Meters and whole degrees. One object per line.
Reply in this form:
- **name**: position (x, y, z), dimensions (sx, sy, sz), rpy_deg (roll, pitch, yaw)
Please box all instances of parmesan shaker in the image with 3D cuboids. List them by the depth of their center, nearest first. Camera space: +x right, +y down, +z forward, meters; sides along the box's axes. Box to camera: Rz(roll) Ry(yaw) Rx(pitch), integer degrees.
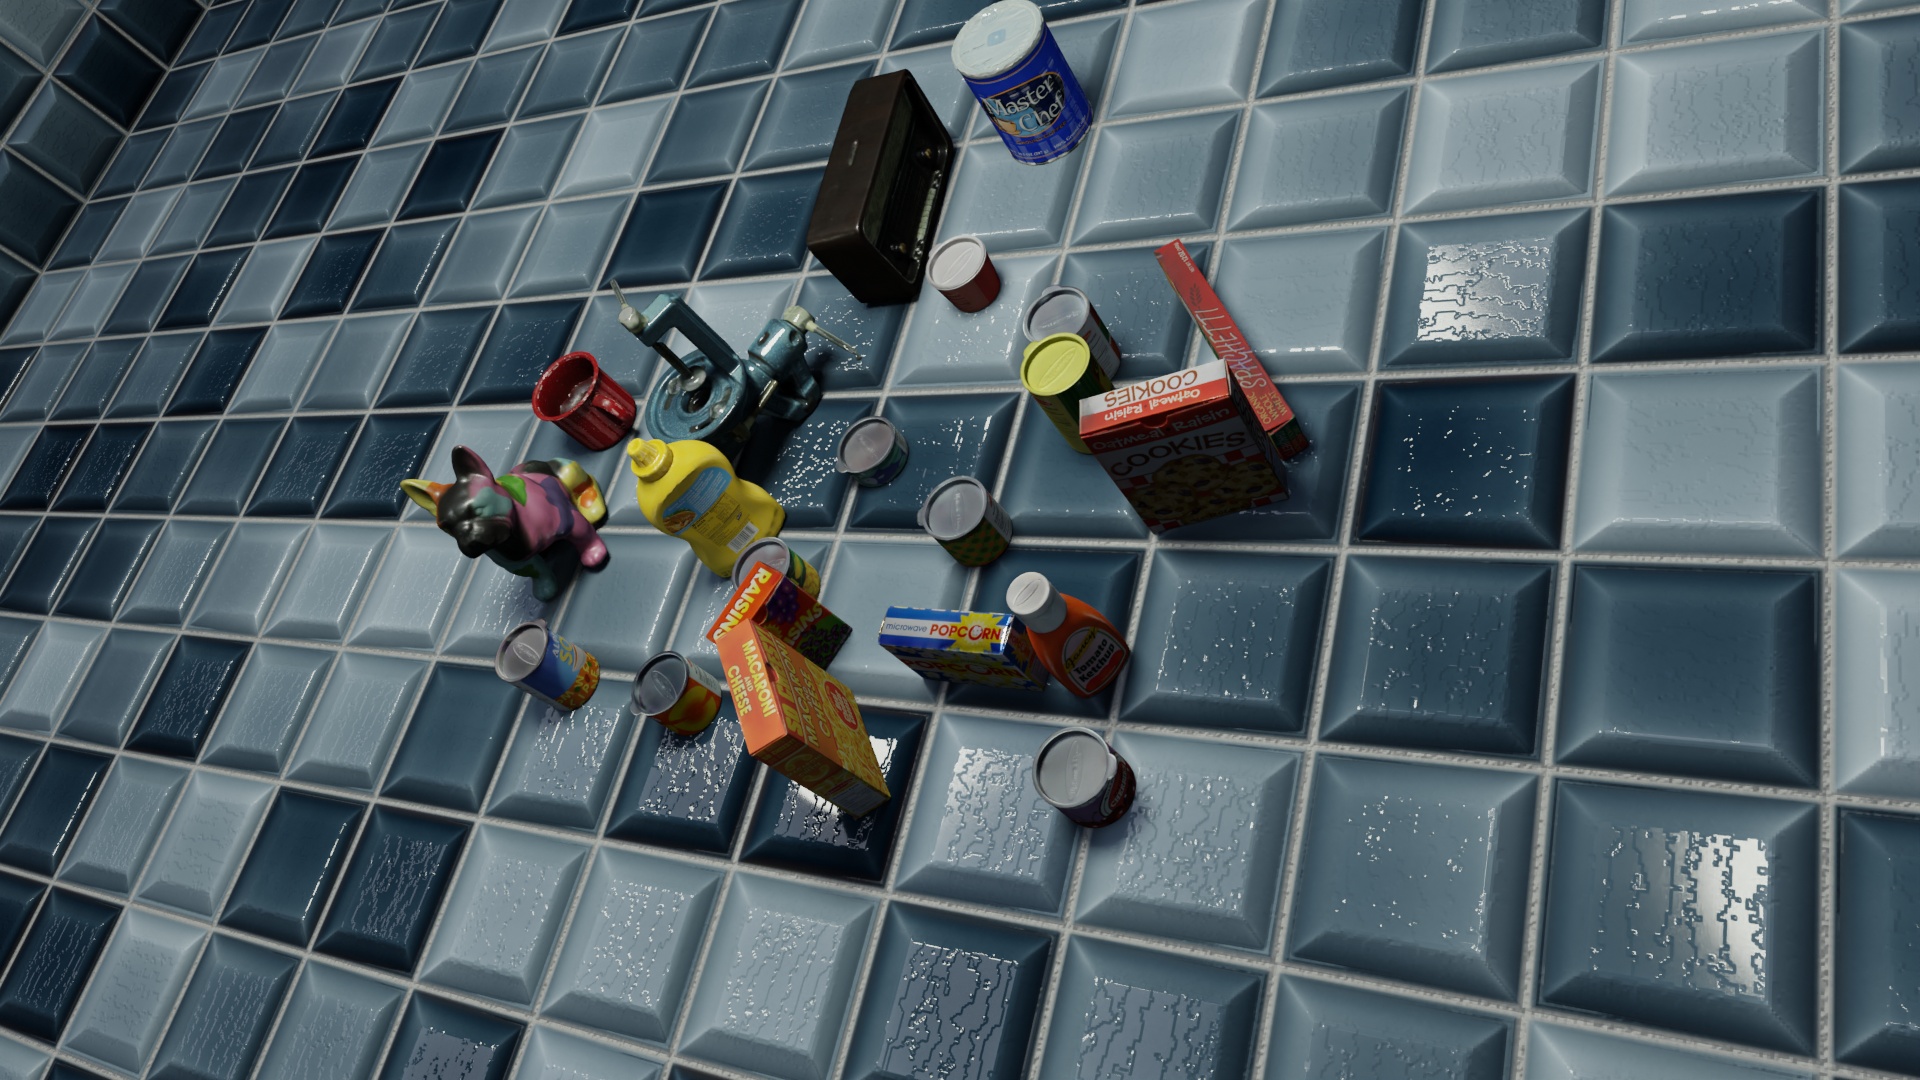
- **parmesan shaker**: position (0.104, -0.134, 1.259), dimensions (0.071, 0.103, 0.071), rpy_deg (-14, 56, 23)

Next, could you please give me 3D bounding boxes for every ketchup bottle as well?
- **ketchup bottle**: position (0.083, 0.073, 1.117), dimensions (0.065, 0.148, 0.043), rpy_deg (-48, 50, -3)

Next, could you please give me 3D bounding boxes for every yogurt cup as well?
- **yogurt cup**: position (0.006, -0.272, 1.431), dimensions (0.072, 0.054, 0.073), rpy_deg (-14, 56, 22)

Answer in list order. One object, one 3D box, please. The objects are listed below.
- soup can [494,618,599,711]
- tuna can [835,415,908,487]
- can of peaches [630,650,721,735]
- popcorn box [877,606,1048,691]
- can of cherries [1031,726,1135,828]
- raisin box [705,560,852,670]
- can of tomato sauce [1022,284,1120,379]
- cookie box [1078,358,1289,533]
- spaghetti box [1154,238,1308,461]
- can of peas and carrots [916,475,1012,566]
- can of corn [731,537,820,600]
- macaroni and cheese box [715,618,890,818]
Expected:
- **soup can**: position (-0.418, 0.127, 1.415), dimensions (0.071, 0.083, 0.071), rpy_deg (-14, 56, 23)
- **tuna can**: position (-0.089, -0.087, 1.388), dimensions (0.071, 0.032, 0.071), rpy_deg (-14, 56, 22)
- **can of peaches**: position (-0.274, 0.149, 1.336), dimensions (0.071, 0.058, 0.071), rpy_deg (-14, 56, 23)
- **popcorn box**: position (0.004, 0.092, 1.192), dimensions (0.126, 0.085, 0.038), rpy_deg (2, 64, 31)
- **can of cherries**: position (0.100, 0.188, 1.096), dimensions (0.071, 0.058, 0.072), rpy_deg (-14, 56, 23)
- **raisin box**: position (-0.164, 0.085, 1.269), dimensions (0.040, 0.123, 0.086), rpy_deg (26, 78, 38)
- **can of tomato sauce**: position (0.105, -0.189, 1.305), dimensions (0.071, 0.083, 0.071), rpy_deg (-14, 56, 23)
- **cookie box**: position (0.184, -0.072, 1.134), dimensions (0.123, 0.167, 0.040), rpy_deg (-15, 56, 22)
- **spaghetti box**: position (0.239, -0.174, 1.240), dimensions (0.028, 0.050, 0.251), rpy_deg (-31, 51, 11)
- **can of peas and carrots**: position (0.005, -0.016, 1.274), dimensions (0.071, 0.058, 0.071), rpy_deg (-14, 56, 23)
- **can of corn**: position (-0.177, 0.041, 1.345), dimensions (0.071, 0.058, 0.071), rpy_deg (-14, 56, 23)
- **macaroni and cheese box**: position (-0.132, 0.152, 1.182), dimensions (0.040, 0.166, 0.124), rpy_deg (-33, 51, 9)
